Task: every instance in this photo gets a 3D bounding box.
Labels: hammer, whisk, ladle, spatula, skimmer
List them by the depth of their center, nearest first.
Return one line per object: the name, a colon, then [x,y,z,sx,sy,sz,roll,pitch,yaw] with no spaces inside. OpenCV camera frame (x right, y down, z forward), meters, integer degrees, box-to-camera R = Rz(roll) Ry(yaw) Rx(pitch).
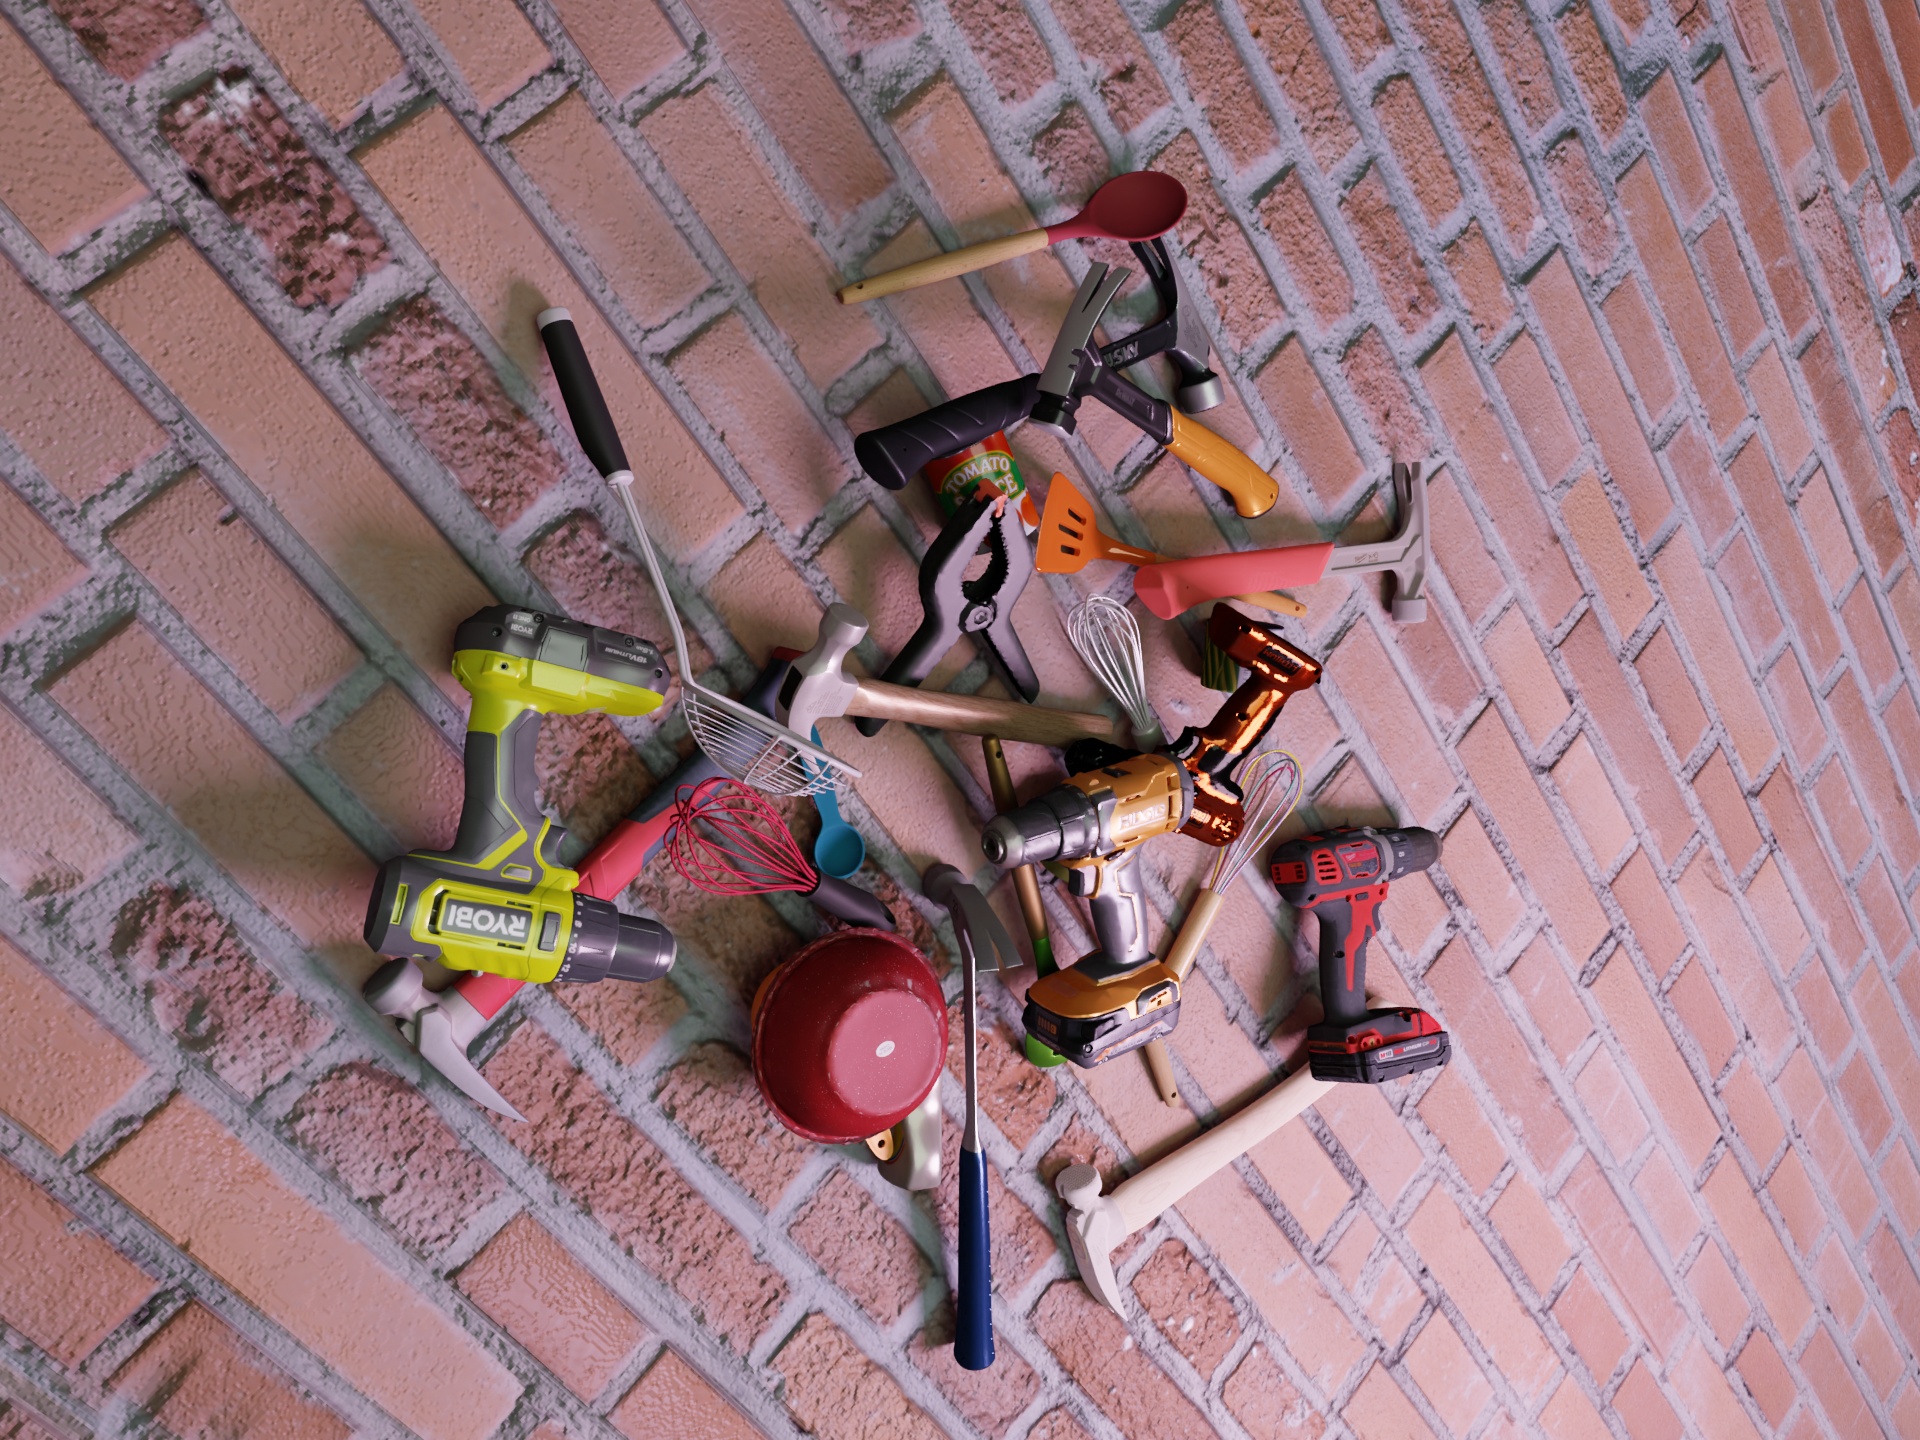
skimmer: [-0.173,-0.113,1.037,0.090,0.127,0.363,-23,86,2]
whisk: [-0.117,0.108,1.110,0.073,0.073,0.295,-65,149,-9]
hammer: [-0.220,0.097,1.112,0.386,0.038,0.143,-46,118,-20]
hammer: [0.067,-0.257,1.197,0.409,0.036,0.149,-32,109,-42]
hammer: [-0.002,-0.004,1.204,0.331,0.031,0.130,9,121,-44]
ladle: [0.044,-0.367,1.228,0.315,0.031,0.069,-24,65,-24]
hammer: [0.010,0.325,1.243,0.035,0.144,0.405,-6,105,-17]
hammer: [0.173,-0.235,1.256,0.336,0.034,0.127,19,94,-53]
whisk: [0.151,-0.001,1.331,0.246,0.058,0.059,63,29,-26]
spatula: [0.183,-0.128,1.339,0.322,0.041,0.081,13,87,-33]
ladle: [0.134,0.200,1.352,0.078,0.062,0.320,-31,117,-23]
hammer: [0.290,-0.144,1.385,0.359,0.037,0.149,-10,99,-37]
whisk: [0.237,0.135,1.402,0.047,0.051,0.245,35,80,-36]
hammer: [0.265,0.377,1.450,0.410,0.038,0.146,-26,110,-28]

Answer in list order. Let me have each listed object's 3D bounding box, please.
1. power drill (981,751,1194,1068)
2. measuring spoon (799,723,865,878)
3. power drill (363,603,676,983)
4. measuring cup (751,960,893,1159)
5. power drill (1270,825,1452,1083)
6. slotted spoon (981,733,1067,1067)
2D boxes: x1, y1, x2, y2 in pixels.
power drill: [0.094,0.147,1.217,0.185,0.084,0.226,-14,113,-36]
measuring spoon: [-0.106,0.057,1.195,0.042,0.021,0.128,-18,96,-30]
power drill: [-0.262,0.055,1.026,0.190,0.080,0.228,15,77,-26]
measuring cup: [-0.097,0.256,1.199,0.095,0.052,0.173,-33,113,-25]
power drill: [0.384,0.207,1.464,0.187,0.080,0.227,-6,84,-31]
slotted spoon: [0.056,0.151,1.268,0.070,0.031,0.313,-29,118,-30]
